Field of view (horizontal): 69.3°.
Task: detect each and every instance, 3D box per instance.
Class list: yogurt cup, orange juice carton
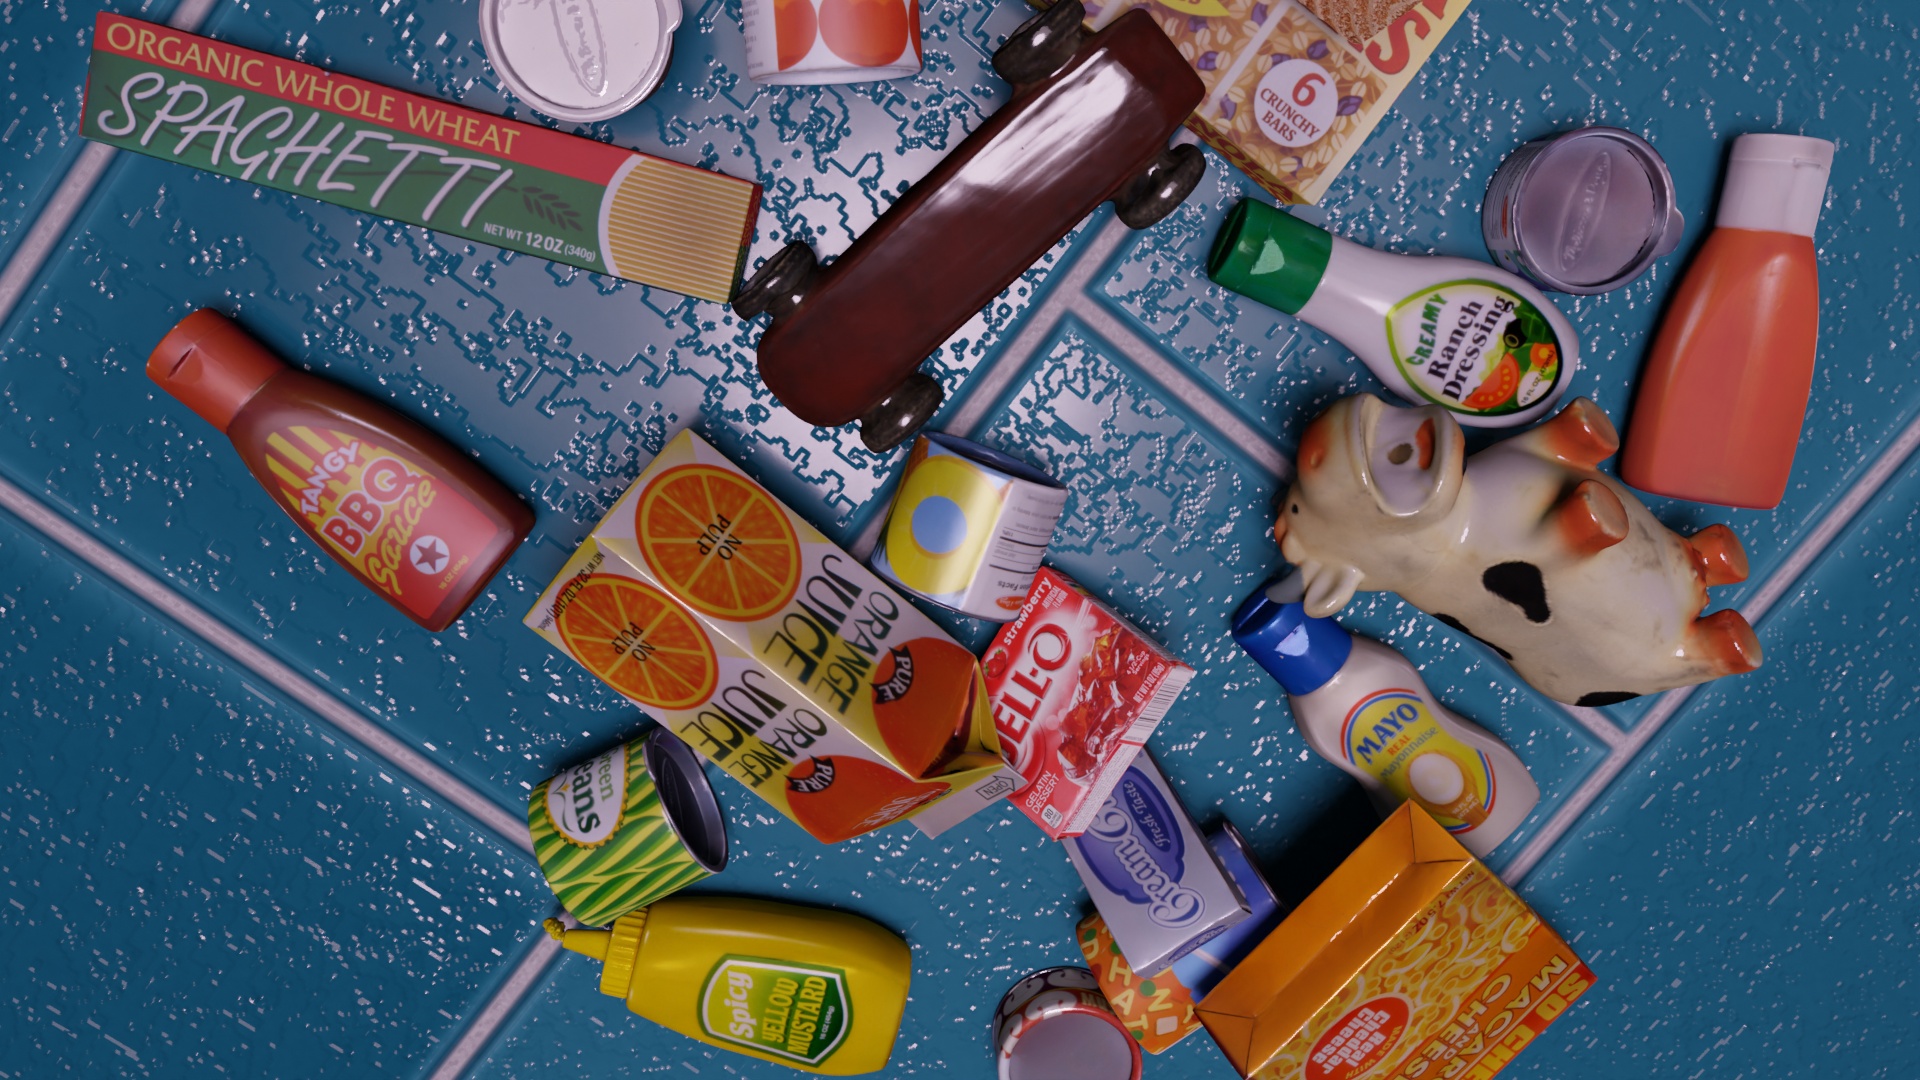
[{"bbox_3d":[-0.138,-0.190,0.518,0.072,0.054,0.072,-1,103,-3],"label":"yogurt cup"},{"bbox_3d":[-0.065,0.052,0.553,0.192,0.073,0.071,39,132,-10],"label":"orange juice carton"}]

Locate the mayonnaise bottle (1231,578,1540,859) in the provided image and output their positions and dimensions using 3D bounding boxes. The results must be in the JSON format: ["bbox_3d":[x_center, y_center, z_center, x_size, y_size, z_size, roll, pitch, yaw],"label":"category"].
[{"bbox_3d":[0.180,0.078,0.602,0.148,0.041,0.064,43,98,-12],"label":"mayonnaise bottle"}]

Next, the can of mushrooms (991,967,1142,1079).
[{"bbox_3d":[0.050,0.231,0.633,0.071,0.033,0.071,-1,102,-2],"label":"can of mushrooms"}]

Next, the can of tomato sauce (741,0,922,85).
[{"bbox_3d":[-0.047,-0.214,0.512,0.071,0.071,0.083,-4,104,-2],"label":"can of tomato sauce"}]

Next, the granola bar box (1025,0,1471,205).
[{"bbox_3d":[0.105,-0.227,0.531,0.165,0.039,0.124,35,98,-10],"label":"granola bar box"}]

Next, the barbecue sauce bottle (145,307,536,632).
[{"bbox_3d":[-0.247,-0.031,0.552,0.148,0.044,0.065,40,99,-10],"label":"barbecue sauce bottle"}]

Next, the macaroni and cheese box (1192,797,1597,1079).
[{"bbox_3d":[0.190,0.191,0.590,0.123,0.040,0.166,-46,132,5],"label":"macaroni and cheese box"}]

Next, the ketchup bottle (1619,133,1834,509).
[{"bbox_3d":[0.321,-0.089,0.572,0.065,0.043,0.148,7,102,-5],"label":"ketchup bottle"}]

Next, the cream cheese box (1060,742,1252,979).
[{"bbox_3d":[0.072,0.125,0.585,0.053,0.024,0.104,-35,60,6],"label":"cream cheese box"}]

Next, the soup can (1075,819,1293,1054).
[{"bbox_3d":[0.100,0.171,0.606,0.084,0.071,0.071,-34,102,5],"label":"soup can"}]

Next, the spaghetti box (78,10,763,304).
[{"bbox_3d":[-0.205,-0.146,0.537,0.250,0.029,0.050,14,101,-6],"label":"spaghetti box"}]

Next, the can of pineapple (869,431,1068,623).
[{"bbox_3d":[0.002,-0.007,0.561,0.071,0.071,0.057,20,100,-7],"label":"can of pineapple"}]

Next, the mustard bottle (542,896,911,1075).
[{"bbox_3d":[-0.104,0.188,0.606,0.160,0.049,0.065,13,100,-6],"label":"mustard bottle"}]

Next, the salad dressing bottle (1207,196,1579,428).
[{"bbox_3d":[0.174,-0.093,0.562,0.148,0.044,0.064,21,108,-7],"label":"salad dressing bottle"}]

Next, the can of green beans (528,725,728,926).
[{"bbox_3d":[-0.138,0.119,0.581,0.058,0.071,0.071,-25,103,3],"label":"can of green beans"}]

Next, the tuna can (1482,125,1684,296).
[{"bbox_3d":[0.252,-0.133,0.564,0.071,0.033,0.071,-1,103,-3],"label":"tuna can"}]
